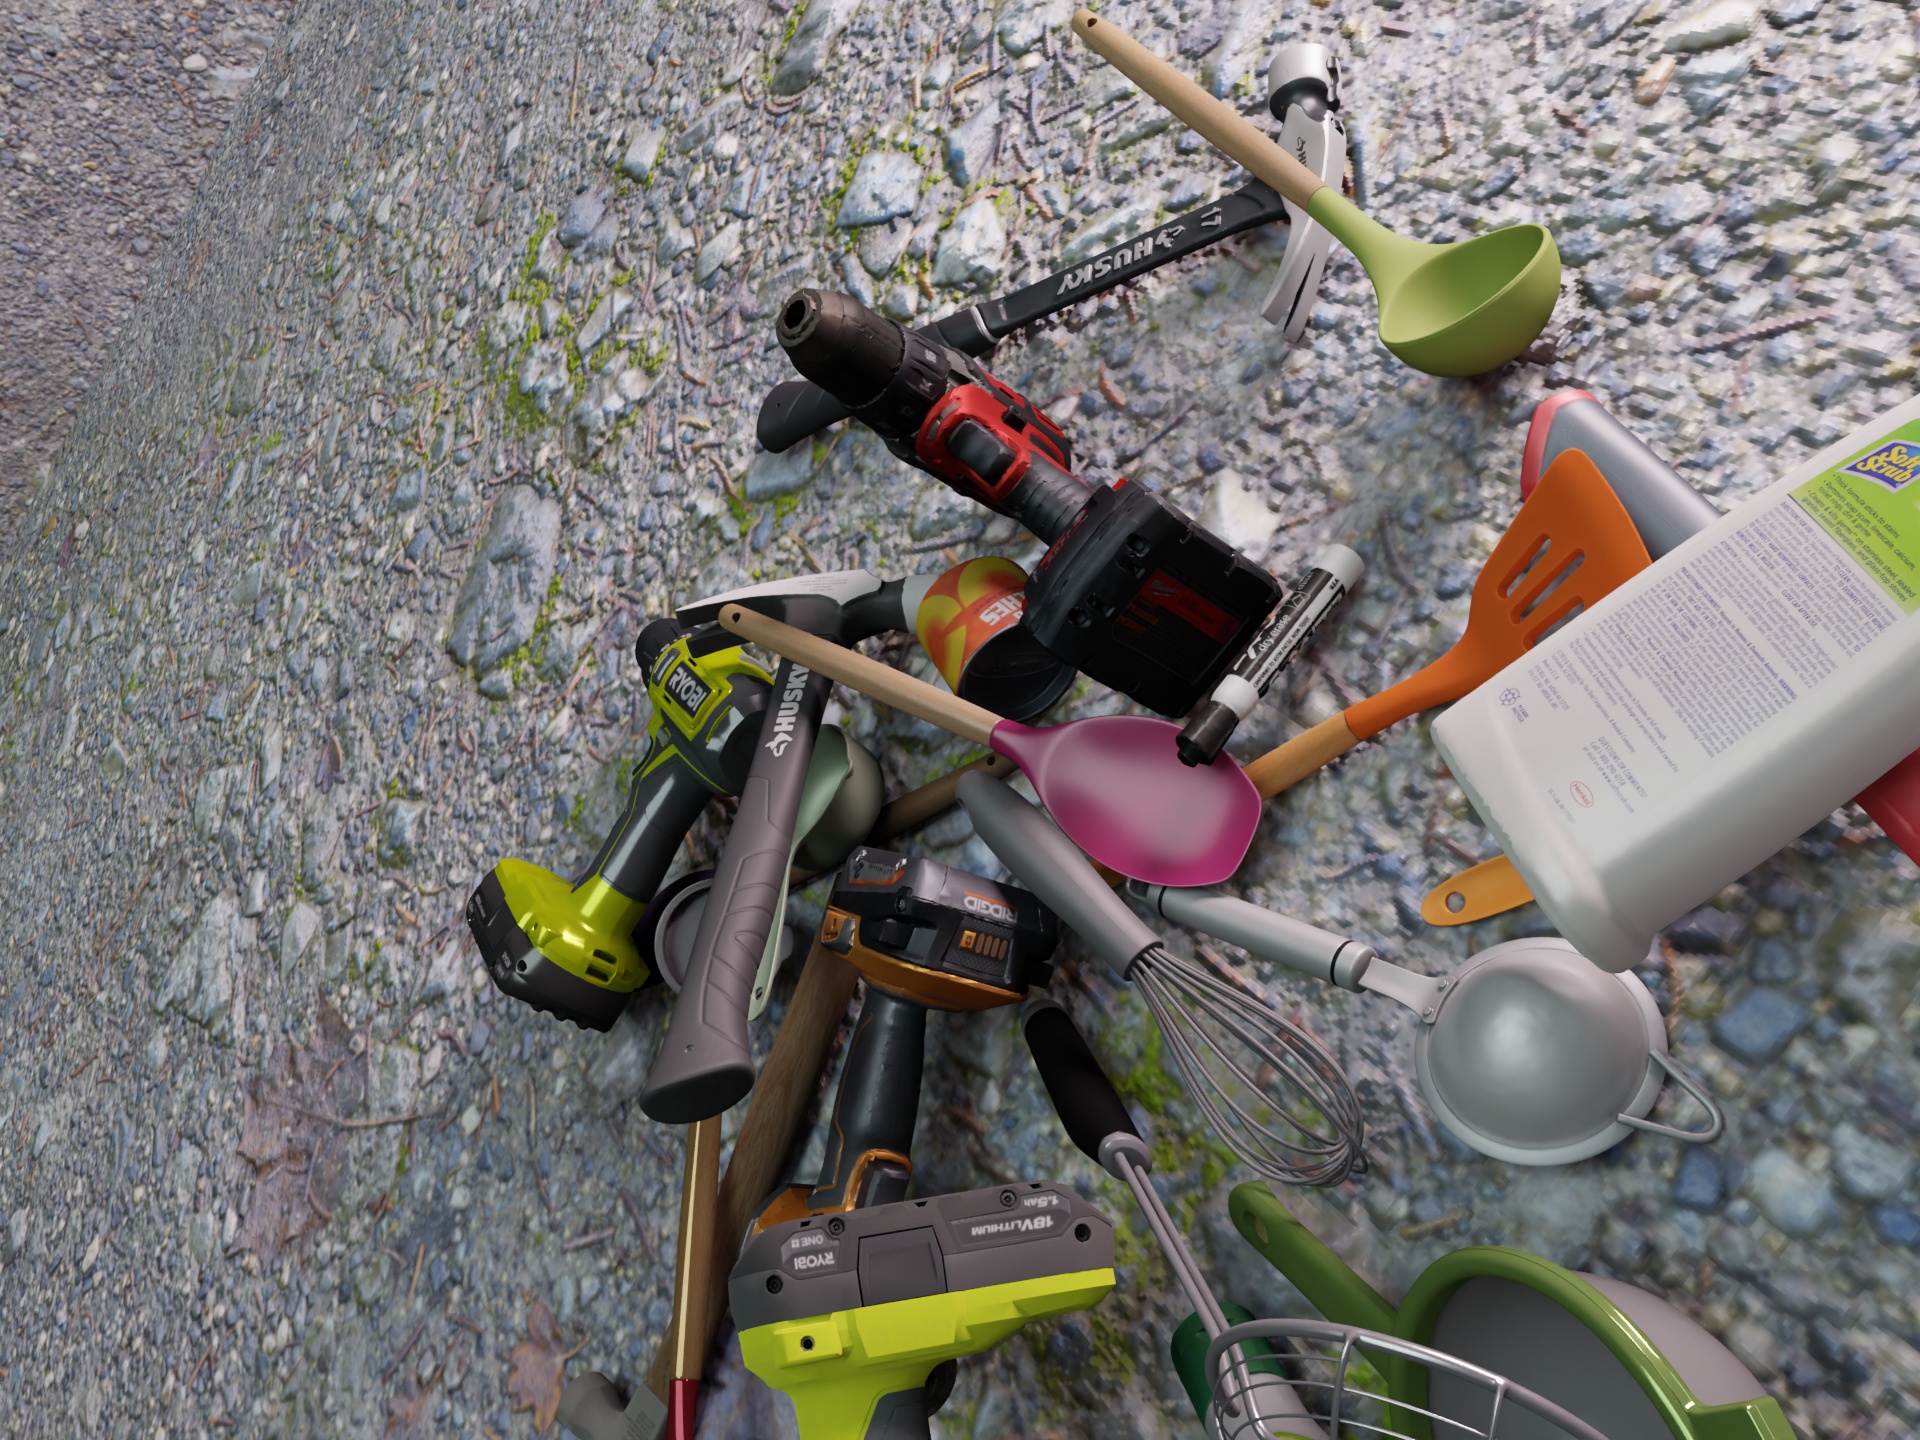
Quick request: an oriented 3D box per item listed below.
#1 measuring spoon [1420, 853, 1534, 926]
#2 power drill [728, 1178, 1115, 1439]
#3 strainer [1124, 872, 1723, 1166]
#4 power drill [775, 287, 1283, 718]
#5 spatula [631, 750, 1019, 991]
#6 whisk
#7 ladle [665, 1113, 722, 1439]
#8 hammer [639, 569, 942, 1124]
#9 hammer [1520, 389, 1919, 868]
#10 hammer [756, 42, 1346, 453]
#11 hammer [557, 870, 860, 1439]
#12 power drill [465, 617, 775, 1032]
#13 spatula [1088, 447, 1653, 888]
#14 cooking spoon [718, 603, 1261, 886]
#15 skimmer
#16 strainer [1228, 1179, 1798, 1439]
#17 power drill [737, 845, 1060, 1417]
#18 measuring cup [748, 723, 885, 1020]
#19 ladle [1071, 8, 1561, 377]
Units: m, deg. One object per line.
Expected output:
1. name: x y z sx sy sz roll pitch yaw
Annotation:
1. measuring spoon: 0.224 0.054 0.593 0.117 0.011 0.021 -30 58 36
2. power drill: 0.008 0.279 0.537 0.171 0.080 0.223 -8 68 -6
3. strainer: 0.156 0.097 0.609 0.259 0.050 0.087 17 67 47
4. power drill: 0.023 -0.112 0.737 0.080 0.187 0.227 -52 49 13
5. spatula: -0.086 0.078 0.876 0.316 0.018 0.060 -28 55 34
6. whisk: 0.075 0.098 0.653 0.239 0.055 0.055 45 105 31
7. ladle: -0.133 0.293 0.773 0.069 0.031 0.316 -19 57 34
8. hammer: -0.098 0.043 0.764 0.146 0.035 0.335 -2 43 12
9. hammer: 0.313 0.005 0.506 0.143 0.038 0.387 -43 47 20
10. hammer: 0.029 -0.223 0.888 0.409 0.036 0.149 -14 64 40
11. hammer: -0.106 0.237 0.814 0.130 0.031 0.331 17 84 47
12. power drill: -0.195 0.049 0.947 0.228 0.080 0.191 -56 36 2
13. spatula: 0.140 0.011 0.667 0.322 0.041 0.081 -35 53 31
14. cooking spoon: -0.001 -0.002 0.747 0.319 0.017 0.069 24 89 33
15. skimmer: 0.099 0.167 0.557 0.090 0.127 0.363 -43 20 2
16. strainer: 0.182 0.217 0.528 0.256 0.069 0.151 -149 54 -64
17. power drill: -0.027 0.176 0.695 0.185 0.084 0.226 -3 70 69
18. measuring cup: -0.079 0.081 0.814 0.083 0.038 0.168 -22 47 39
19. ladle: 0.145 -0.260 0.730 0.078 0.062 0.320 -40 59 1
